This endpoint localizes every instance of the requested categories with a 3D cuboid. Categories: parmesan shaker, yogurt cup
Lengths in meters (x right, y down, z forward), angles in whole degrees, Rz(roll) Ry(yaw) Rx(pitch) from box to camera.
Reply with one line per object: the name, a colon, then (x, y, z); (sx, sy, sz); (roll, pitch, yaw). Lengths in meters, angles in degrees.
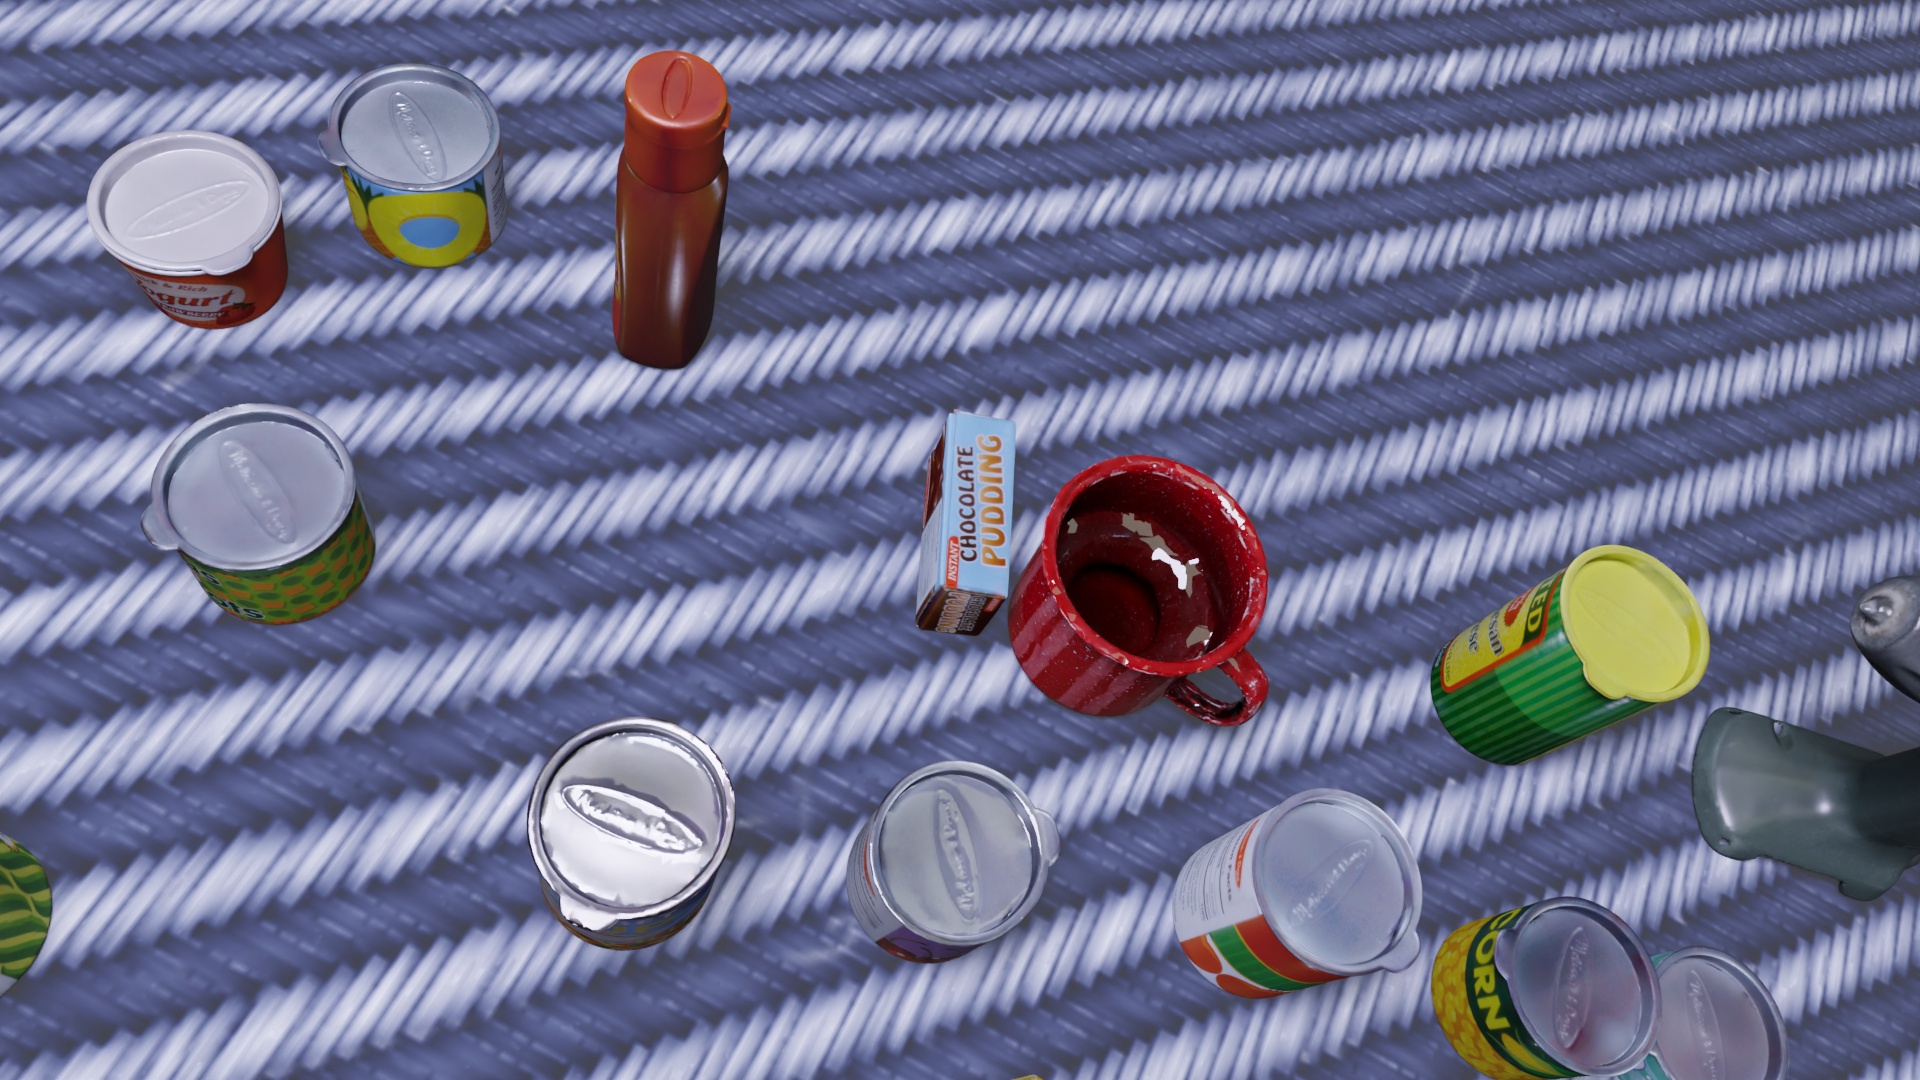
parmesan shaker: (0.255, 0.054, 0.595); (0.071, 0.102, 0.071); (6, 65, -12)
yogurt cup: (-0.306, -0.122, 0.559); (0.072, 0.053, 0.072); (6, 65, -12)

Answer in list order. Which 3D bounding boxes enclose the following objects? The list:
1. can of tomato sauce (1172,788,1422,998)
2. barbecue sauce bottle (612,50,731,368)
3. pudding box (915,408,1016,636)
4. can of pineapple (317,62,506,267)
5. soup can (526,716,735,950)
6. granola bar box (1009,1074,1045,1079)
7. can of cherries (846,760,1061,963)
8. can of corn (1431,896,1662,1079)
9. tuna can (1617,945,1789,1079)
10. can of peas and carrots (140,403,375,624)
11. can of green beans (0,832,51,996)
can of tomato sauce: (0.128, 0.139, 0.534); (0.071, 0.082, 0.071); (6, 65, -12)
barbecue sauce bottle: (-0.117, -0.132, 0.559); (0.044, 0.148, 0.065); (9, 64, -10)
pudding box: (0.002, -0.007, 0.588); (0.030, 0.049, 0.084); (9, 64, -11)
can of pineapple: (-0.232, -0.159, 0.594); (0.071, 0.057, 0.071); (6, 65, -12)
soup can: (-0.117, 0.107, 0.485); (0.071, 0.083, 0.071); (6, 65, -12)
granola bar box: (0.073, 0.235, 0.452); (0.165, 0.123, 0.039); (29, 62, 0)
can of cherries: (-0.004, 0.122, 0.522); (0.071, 0.058, 0.072); (6, 65, -12)
can of corn: (0.230, 0.180, 0.555); (0.071, 0.058, 0.071); (6, 65, -12)
tuna can: (0.301, 0.204, 0.577); (0.071, 0.032, 0.071); (6, 65, -12)
can of peas and carrots: (-0.258, -0.007, 0.516); (0.071, 0.058, 0.071); (6, 65, -12)
can of green beans: (-0.334, 0.117, 0.439); (0.071, 0.057, 0.071); (6, 65, -12)
